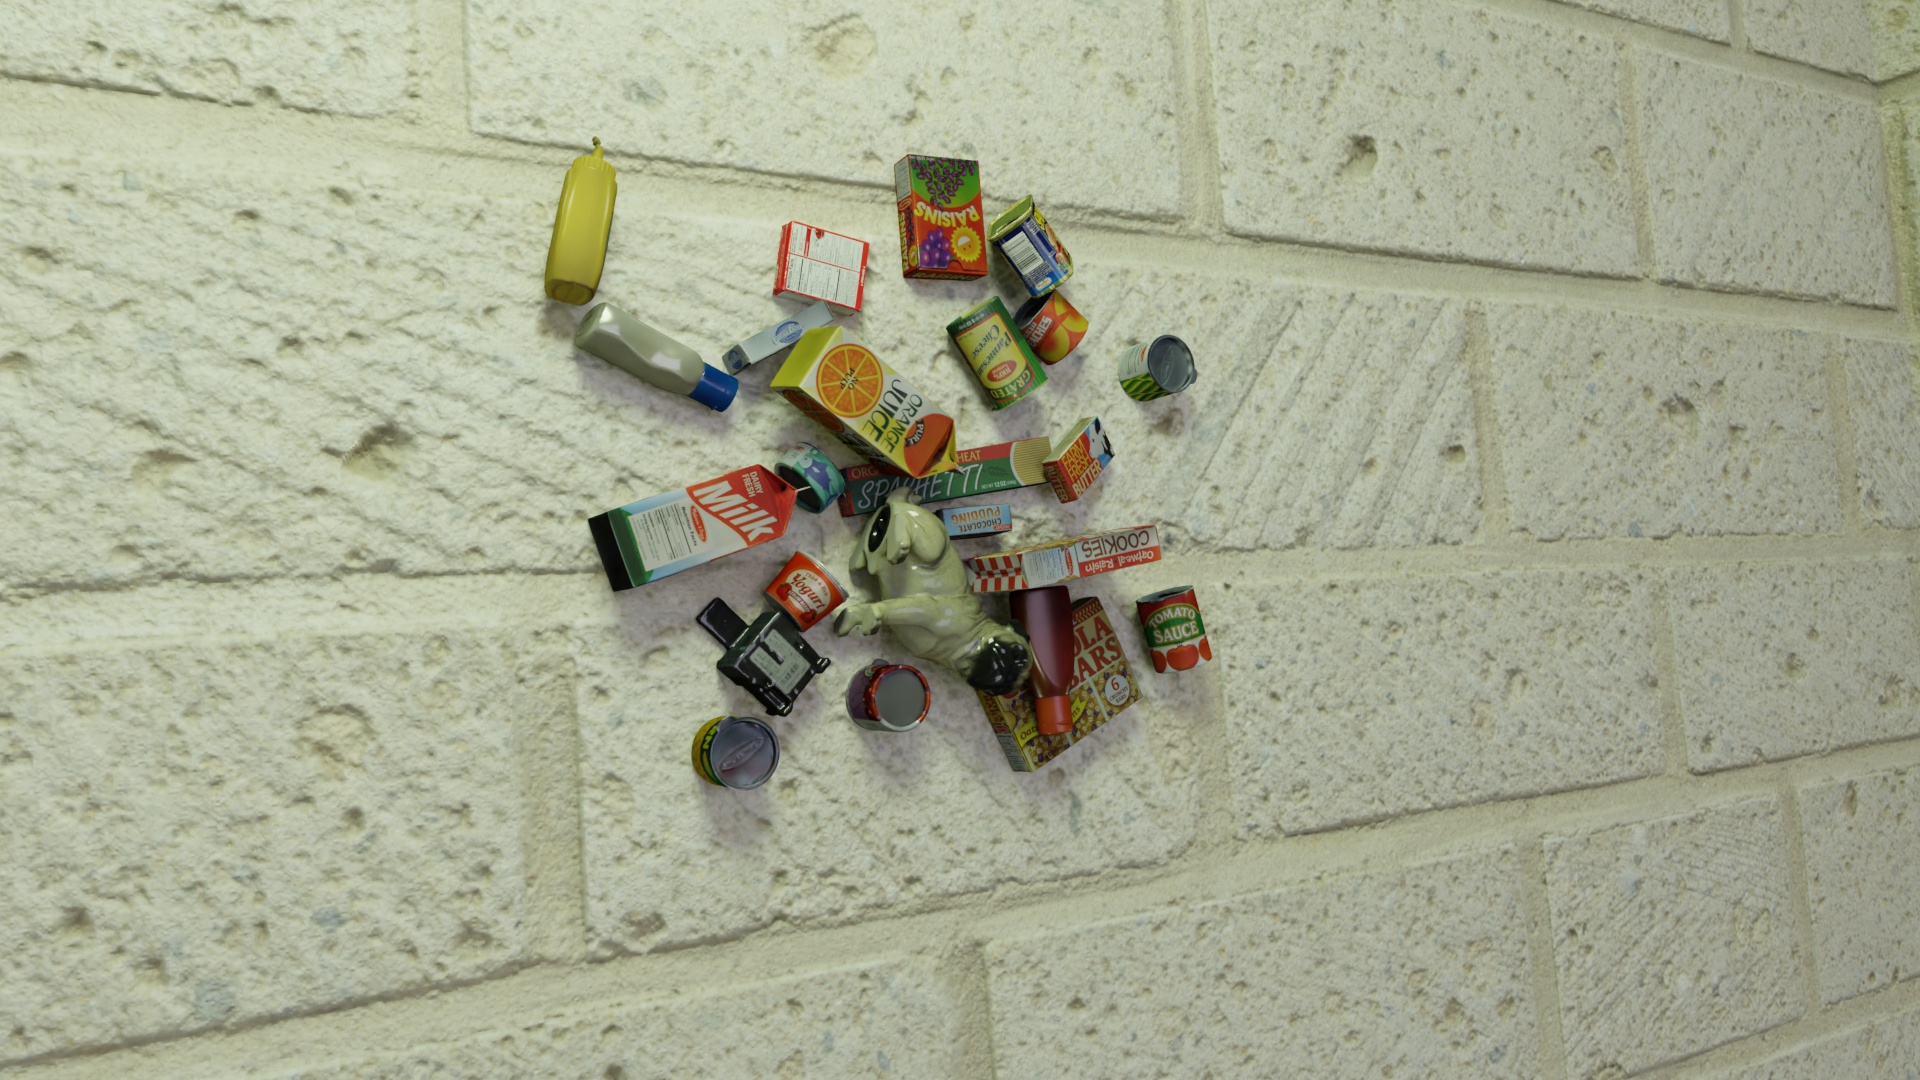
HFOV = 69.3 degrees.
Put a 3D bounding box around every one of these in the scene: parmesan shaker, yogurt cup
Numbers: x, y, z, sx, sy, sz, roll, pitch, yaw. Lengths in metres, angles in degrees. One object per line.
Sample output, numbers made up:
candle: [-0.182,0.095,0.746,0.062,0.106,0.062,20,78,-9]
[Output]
parmesan shaker: [0.036,-0.195,1.458,0.071,0.071,0.103,-39,103,-27]
yogurt cup: [-0.150,0.051,1.324,0.054,0.072,0.072,-45,106,-17]

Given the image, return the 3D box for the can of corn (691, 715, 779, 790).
can of corn: [-0.209,0.192,1.275,0.071,0.058,0.071,3,83,-29]

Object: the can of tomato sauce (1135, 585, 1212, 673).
can of tomato sauce: [0.236,0.098,1.533,0.071,0.071,0.083,-18,94,-30]

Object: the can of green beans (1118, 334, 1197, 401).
can of green beans: [0.220,-0.193,1.565,0.071,0.057,0.071,4,82,-29]

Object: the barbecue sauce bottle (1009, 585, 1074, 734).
barbecue sauce bottle: [0.088,0.122,1.416,0.065,0.043,0.148,-4,85,-33]

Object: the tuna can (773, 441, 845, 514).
tuna can: [-0.144,-0.058,1.337,0.033,0.071,0.071,-45,106,-24]

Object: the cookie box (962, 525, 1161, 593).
cookie box: [0.105,0.019,1.437,0.168,0.122,0.040,-11,91,-30]

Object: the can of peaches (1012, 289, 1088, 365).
can of peaches: [0.095,-0.229,1.492,0.058,0.071,0.071,42,67,-20]

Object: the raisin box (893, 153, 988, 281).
raisin box: [-0.020,-0.337,1.457,0.086,0.040,0.123,-3,86,-31]

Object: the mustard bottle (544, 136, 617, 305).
mustard bottle: [-0.340,-0.295,1.257,0.049,0.065,0.160,14,74,-23]

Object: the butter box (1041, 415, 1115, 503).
butter box: [0.128,-0.088,1.498,0.104,0.024,0.053,-48,117,-45]

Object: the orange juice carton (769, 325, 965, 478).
orange juice carton: [-0.079,-0.120,1.333,0.192,0.072,0.073,38,76,-28]

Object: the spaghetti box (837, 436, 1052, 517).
spaghetti box: [-0.012,-0.067,1.435,0.251,0.028,0.050,-11,89,-30]

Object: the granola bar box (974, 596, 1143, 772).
granola bar box: [0.102,0.151,1.468,0.166,0.039,0.124,-29,98,-29]

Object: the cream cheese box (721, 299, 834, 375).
cream cheese box: [-0.177,-0.196,1.343,0.104,0.053,0.024,-34,99,-28]

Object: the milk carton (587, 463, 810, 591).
milk carton: [-0.234,-0.018,1.279,0.191,0.072,0.073,-21,95,-29]

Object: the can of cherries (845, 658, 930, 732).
can of cherries: [-0.071,0.151,1.359,0.071,0.058,0.071,3,83,-29]

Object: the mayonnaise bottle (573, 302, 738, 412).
mayonnaise bottle: [-0.277,-0.166,1.279,0.148,0.064,0.041,27,68,-29]

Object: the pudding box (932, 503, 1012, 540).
pudding box: [0.005,-0.018,1.427,0.084,0.049,0.030,-5,85,-31]
